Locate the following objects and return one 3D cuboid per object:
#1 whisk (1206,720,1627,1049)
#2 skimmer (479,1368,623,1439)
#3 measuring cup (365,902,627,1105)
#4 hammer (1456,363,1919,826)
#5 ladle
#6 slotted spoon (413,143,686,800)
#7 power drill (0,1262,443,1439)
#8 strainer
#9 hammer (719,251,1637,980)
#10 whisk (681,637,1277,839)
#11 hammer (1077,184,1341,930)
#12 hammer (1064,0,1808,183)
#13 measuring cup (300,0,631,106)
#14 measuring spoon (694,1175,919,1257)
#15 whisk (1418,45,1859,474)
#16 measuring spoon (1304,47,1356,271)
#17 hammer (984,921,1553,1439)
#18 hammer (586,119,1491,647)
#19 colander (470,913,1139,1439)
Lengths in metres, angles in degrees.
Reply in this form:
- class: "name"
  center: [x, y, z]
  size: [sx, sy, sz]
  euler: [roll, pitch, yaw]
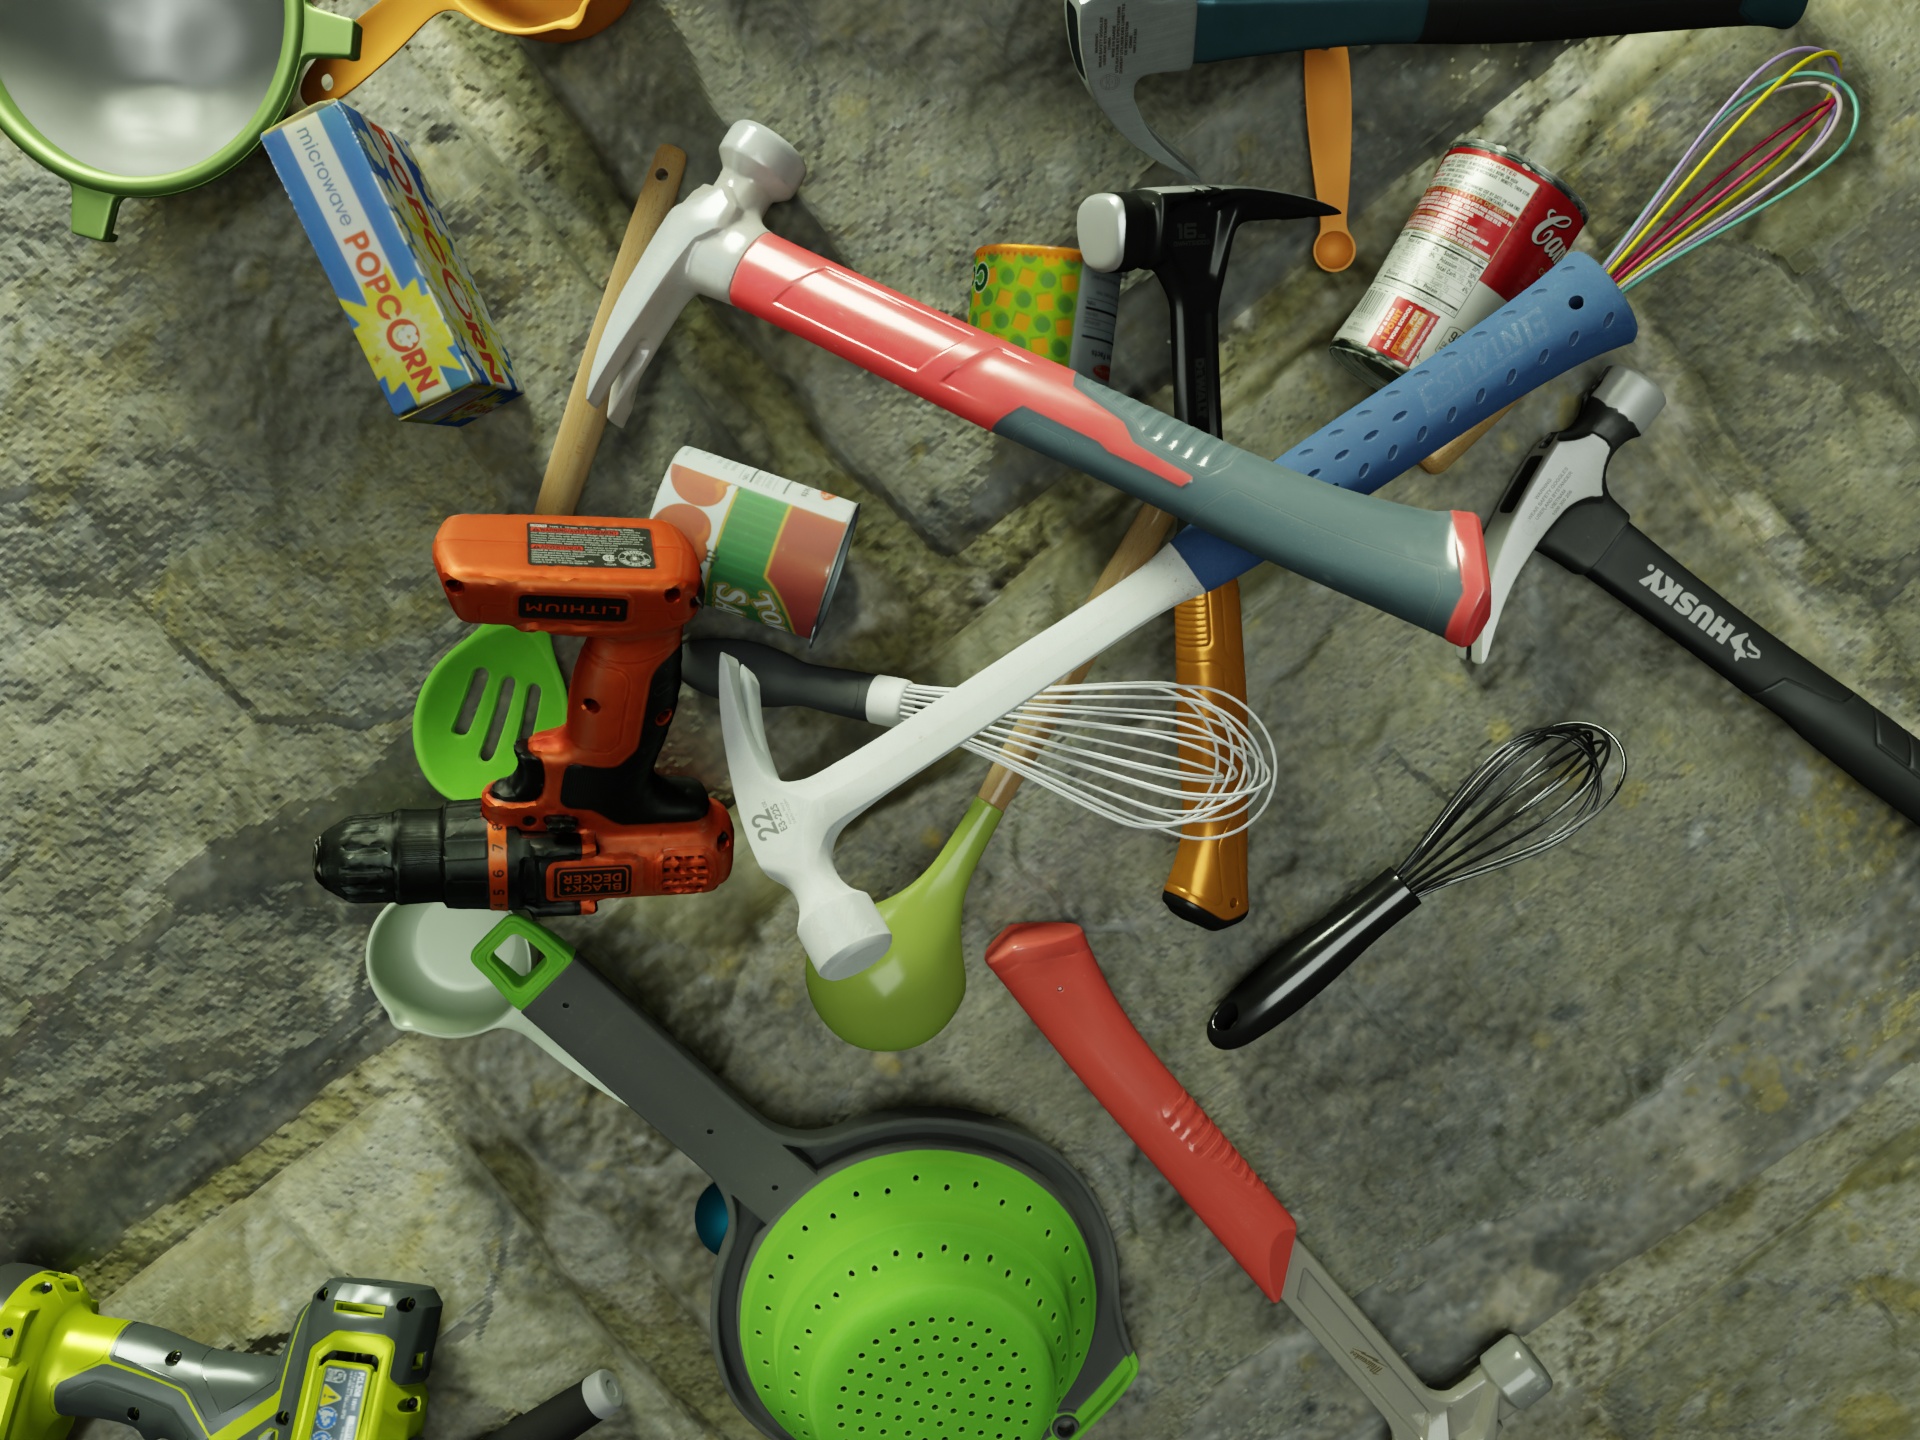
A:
- class: "whisk"
  center: [0.212, 0.082, 0.756]
  size: [0.239, 0.055, 0.055]
  euler: [-41, 97, 10]
- class: "skimmer"
  center: [-0.328, 0.437, 0.783]
  size: [0.363, 0.090, 0.127]
  euler: [-33, 91, 4]
- class: "measuring cup"
  center: [-0.205, 0.136, 0.767]
  size: [0.167, 0.038, 0.083]
  euler: [38, 96, -11]
- class: "hammer"
  center: [0.389, -0.010, 0.748]
  size: [0.334, 0.035, 0.146]
  euler: [35, 96, -6]
- class: "ladle"
  center: [0.026, 0.015, 0.752]
  size: [0.078, 0.062, 0.320]
  euler: [30, 91, -8]
- class: "slotted spoon"
  center: [-0.180, -0.110, 0.732]
  size: [0.070, 0.031, 0.314]
  euler: [19, 97, -4]
- class: "power drill"
  center: [-0.374, 0.356, 0.752]
  size: [0.228, 0.080, 0.191]
  euler: [7, 73, 0]
- class: "strainer"
  center: [-0.367, -0.340, 0.673]
  size: [0.151, 0.069, 0.256]
  euler: [-32, 95, 9]
- class: "hammer"
  center: [0.080, -0.061, 0.645]
  size: [0.405, 0.035, 0.144]
  euler: [-33, 69, 6]
- class: "whisk"
  center: [-0.001, -0.003, 0.706]
  size: [0.285, 0.070, 0.070]
  euler: [12, 99, 17]
- class: "hammer"
  center: [0.117, -0.066, 0.722]
  size: [0.127, 0.034, 0.336]
  euler: [-14, 108, -32]
- class: "hammer"
  center: [0.206, -0.303, 0.672]
  size: [0.331, 0.033, 0.128]
  euler: [-8, 134, -9]
- class: "measuring cup"
  center: [-0.212, -0.317, 0.690]
  size: [0.173, 0.052, 0.095]
  euler: [-27, 98, 20]
- class: "measuring spoon"
  center: [-0.070, 0.242, 0.789]
  size: [0.128, 0.021, 0.042]
  euler: [-12, 99, 3]
- class: "whisk"
  center: [0.301, -0.201, 0.716]
  size: [0.245, 0.047, 0.051]
  euler: [-44, 85, 10]
- class: "measuring spoon"
  center: [0.166, -0.262, 0.720]
  size: [0.021, 0.011, 0.117]
  euler: [-4, 96, -2]
- class: "hammer"
  center: [0.129, 0.246, 0.786]
  size: [0.149, 0.037, 0.359]
  euler: [-40, 98, 5]
- class: "hammer"
  center: [0.023, -0.113, 0.636]
  size: [0.386, 0.038, 0.143]
  euler: [30, 87, 21]
- class: "colander"
  center: [-0.073, 0.239, 0.733]
  size: [0.204, 0.094, 0.397]
  euler: [-45, 103, 3]
